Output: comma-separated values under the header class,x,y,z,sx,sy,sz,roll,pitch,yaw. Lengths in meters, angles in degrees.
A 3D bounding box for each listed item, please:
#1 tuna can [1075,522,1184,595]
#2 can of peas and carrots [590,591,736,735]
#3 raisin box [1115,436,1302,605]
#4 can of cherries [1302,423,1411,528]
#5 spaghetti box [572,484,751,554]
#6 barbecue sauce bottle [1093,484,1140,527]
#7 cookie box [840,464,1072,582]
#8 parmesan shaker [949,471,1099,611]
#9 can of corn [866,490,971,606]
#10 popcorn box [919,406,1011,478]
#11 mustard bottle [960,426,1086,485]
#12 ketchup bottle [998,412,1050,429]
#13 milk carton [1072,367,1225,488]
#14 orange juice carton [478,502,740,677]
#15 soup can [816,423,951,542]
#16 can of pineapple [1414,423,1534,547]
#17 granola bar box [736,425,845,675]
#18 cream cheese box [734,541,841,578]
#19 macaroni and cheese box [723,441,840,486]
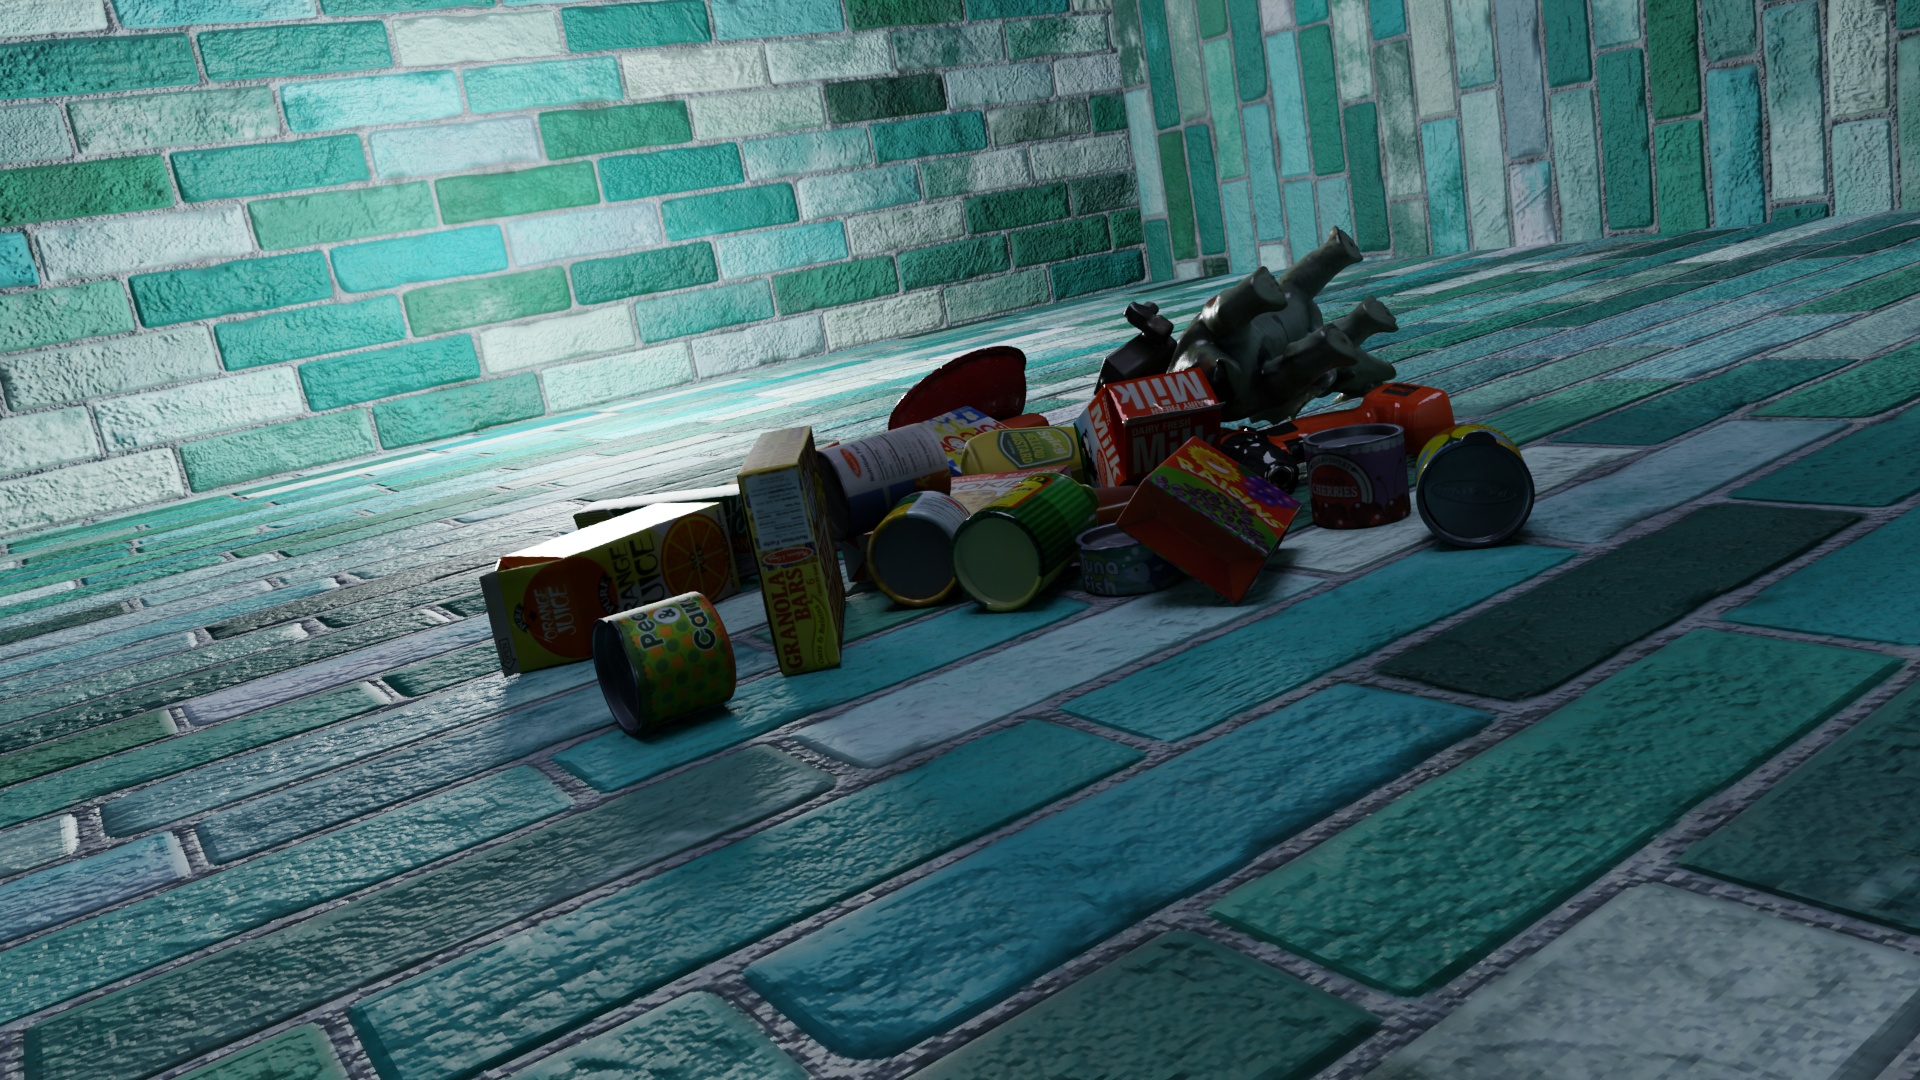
class,x,y,z,sx,sy,sz,roll,pitch,yaw
tuna can,0.106,0.011,0.879,0.071,0.032,0.071,-9,13,2
can of peas and carrots,-0.164,0.065,0.766,0.059,0.070,0.071,-17,14,-31
raisin box,0.155,-0.015,0.850,0.086,0.040,0.124,33,26,11
can of cherries,0.266,-0.043,0.936,0.071,0.058,0.071,-9,13,2
spaghetti box,-0.201,-0.014,1.078,0.250,0.050,0.029,-5,23,34
barbecue sauce bottle,0.120,-0.016,0.965,0.148,0.043,0.065,-3,14,25
cookie box,0.004,-0.013,1.049,0.123,0.040,0.168,-4,15,25
parmesan shaker,0.044,-0.002,0.901,0.071,0.071,0.103,-4,14,25
can of corn,-0.026,0.007,0.929,0.071,0.071,0.058,-8,13,11
popcorn box,0.002,-0.076,1.250,0.085,0.038,0.127,31,31,23
mustard bottle,0.082,-0.068,1.176,0.161,0.048,0.065,-10,51,-20
ketchup bottle,0.015,-0.088,1.354,0.149,0.043,0.064,-18,6,-31
milk carton,0.138,-0.076,1.025,0.072,0.073,0.190,-11,-5,-6
orange juice carton,-0.252,0.031,0.981,0.073,0.071,0.193,-1,15,36
soup can,-0.059,-0.040,0.985,0.084,0.071,0.071,-18,15,-27
can of pineapple,0.311,-0.036,0.843,0.071,0.071,0.058,-6,13,18
granola bar box,-0.104,0.000,0.880,0.039,0.124,0.166,-11,12,-1
cream cheese box,-0.152,0.005,1.122,0.104,0.024,0.053,-17,16,-28
macaroni and cheese box,-0.186,-0.038,1.255,0.123,0.040,0.167,-18,8,22
